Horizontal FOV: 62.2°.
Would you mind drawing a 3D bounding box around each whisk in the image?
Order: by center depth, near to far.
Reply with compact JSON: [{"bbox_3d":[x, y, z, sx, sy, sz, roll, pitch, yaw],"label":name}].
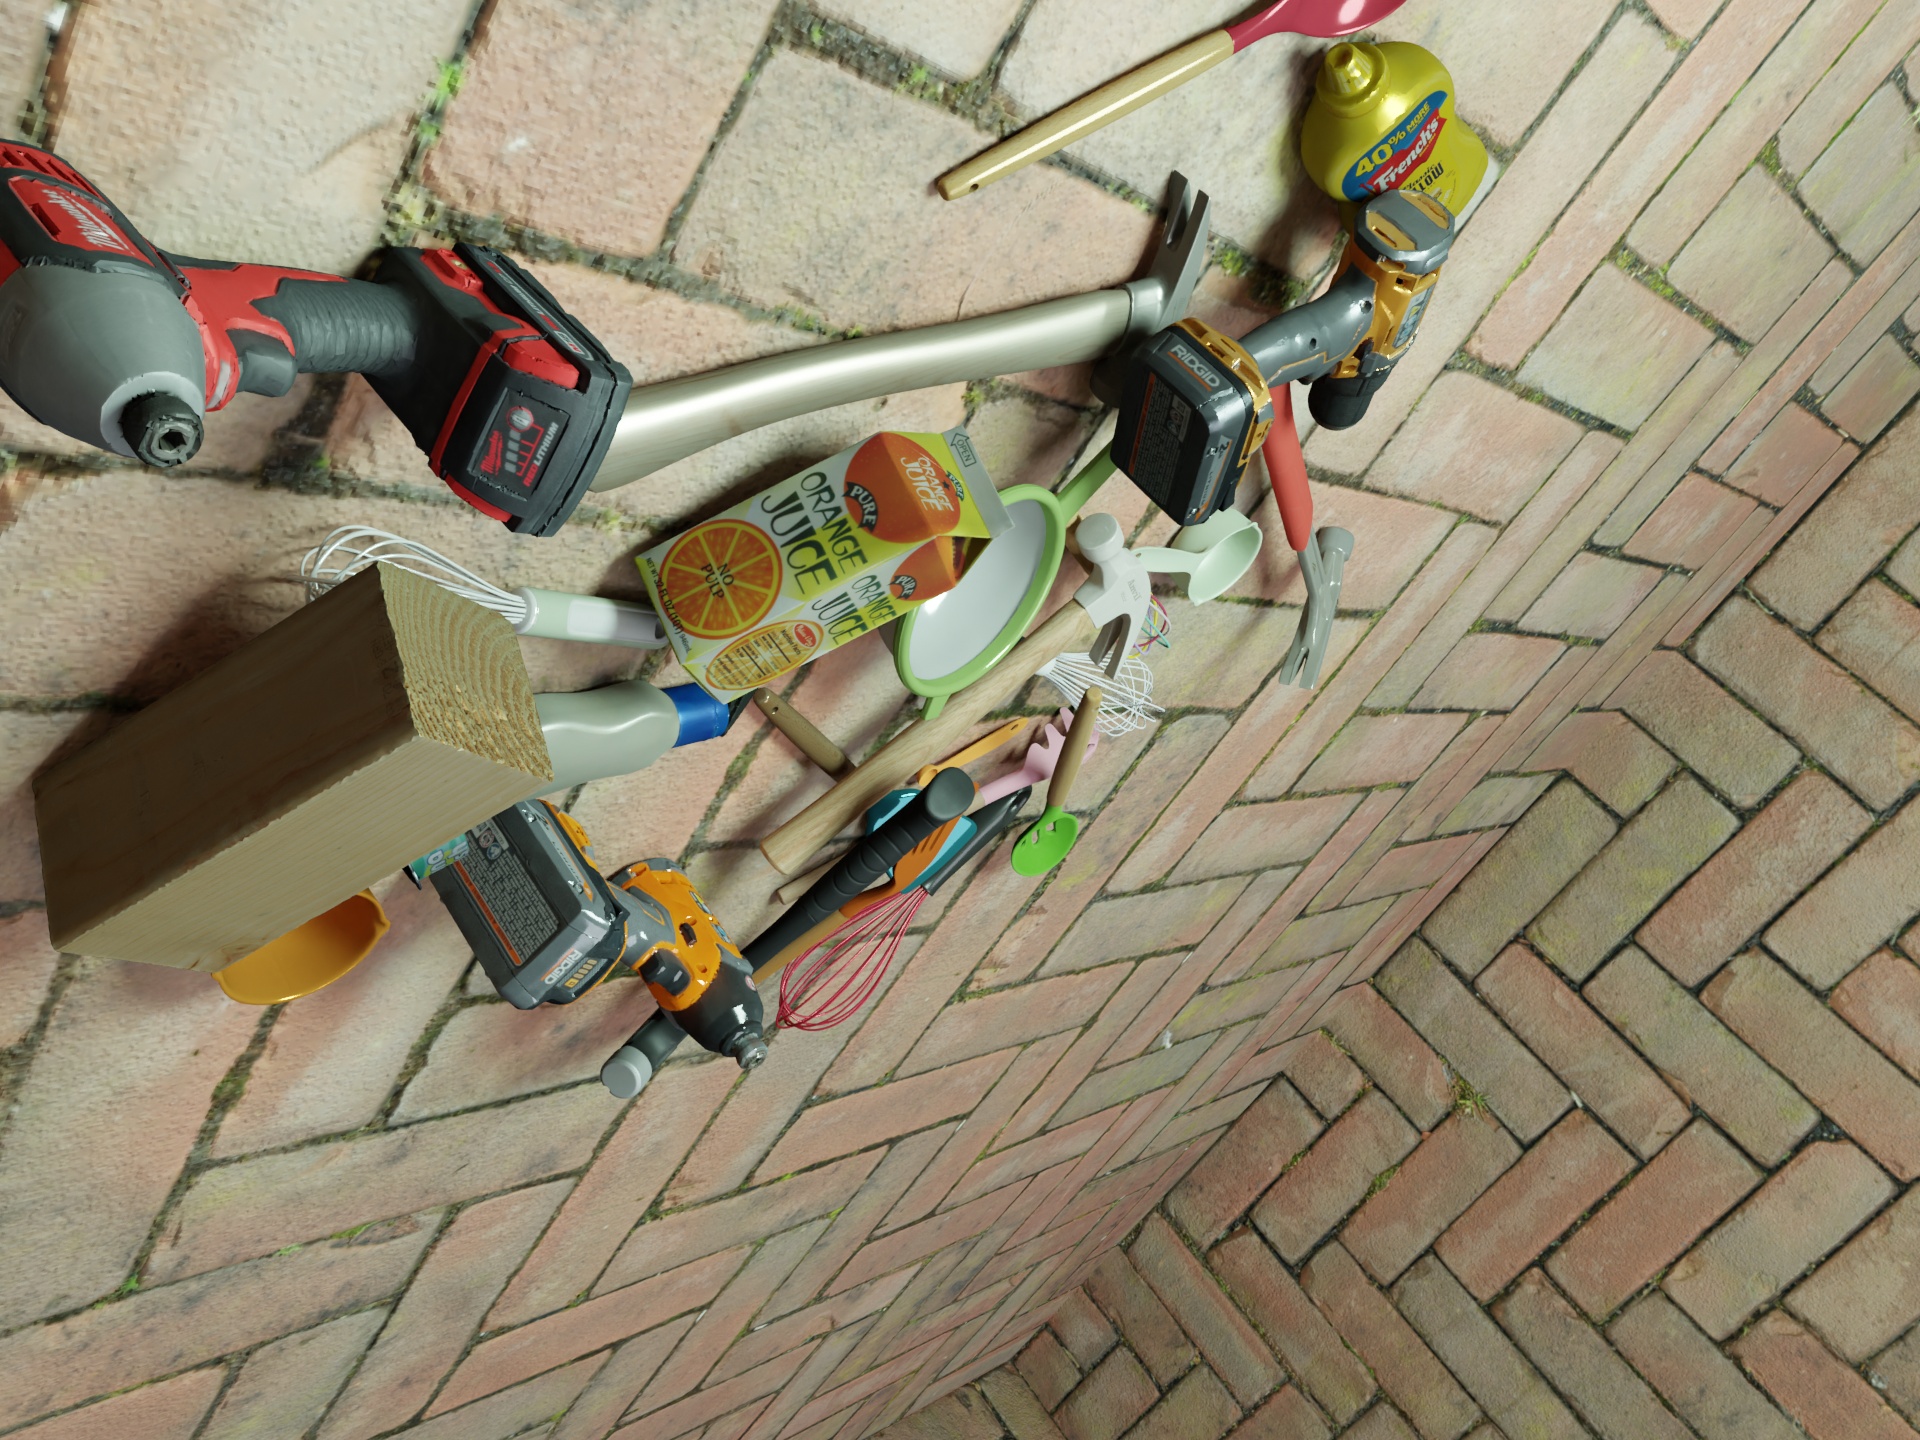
[{"bbox_3d":[-0.227,-0.056,0.798,0.246,0.059,0.058,4,93,-60],"label":"whisk"},{"bbox_3d":[0.108,-0.102,1.175,0.047,0.051,0.244,-38,151,6],"label":"whisk"},{"bbox_3d":[0.075,-0.040,1.216,0.070,0.070,0.284,-49,147,14],"label":"whisk"},{"bbox_3d":[-0.046,0.154,1.341,0.296,0.073,0.073,-44,154,-8],"label":"whisk"}]

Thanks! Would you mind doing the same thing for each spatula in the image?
[{"bbox_3d":[-0.074,0.046,1.152,0.082,0.044,0.317,-42,152,-1],"label":"spatula"},{"bbox_3d":[-0.109,0.148,1.216,0.322,0.041,0.081,-36,166,25],"label":"spatula"}]

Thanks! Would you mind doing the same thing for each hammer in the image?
[{"bbox_3d":[-0.029,-0.200,0.853,0.410,0.038,0.146,-21,146,-34],"label":"hammer"},{"bbox_3d":[-0.002,-0.004,1.115,0.331,0.031,0.129,-39,143,-1],"label":"hammer"},{"bbox_3d":[-0.115,0.141,1.126,0.334,0.035,0.146,-41,-177,22],"label":"hammer"},{"bbox_3d":[0.256,-0.163,1.233,0.149,0.037,0.358,-70,154,-18],"label":"hammer"}]

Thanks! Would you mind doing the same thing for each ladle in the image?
[{"bbox_3d":[0.121,-0.347,0.843,0.315,0.031,0.069,-32,159,-15],"label":"ladle"}]

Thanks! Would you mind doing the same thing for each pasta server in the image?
[{"bbox_3d":[-0.011,0.069,1.293,0.316,0.040,0.060,-26,150,-20],"label":"pasta server"}]

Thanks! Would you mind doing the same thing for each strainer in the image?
[{"bbox_3d":[0.028,-0.130,1.014,0.256,0.069,0.151,-46,154,-17],"label":"strainer"}]

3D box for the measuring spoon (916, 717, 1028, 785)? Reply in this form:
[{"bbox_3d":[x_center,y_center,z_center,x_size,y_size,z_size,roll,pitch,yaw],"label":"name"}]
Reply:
[{"bbox_3d":[0.009,0.022,1.266,0.117,0.011,0.021,-28,150,-32],"label":"measuring spoon"}]

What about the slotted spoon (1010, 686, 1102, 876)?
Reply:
[{"bbox_3d":[0.083,0.052,1.300,0.070,0.031,0.313,-26,158,-18],"label":"slotted spoon"}]

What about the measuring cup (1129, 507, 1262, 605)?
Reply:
[{"bbox_3d":[0.166,-0.131,1.213,0.167,0.038,0.083,-3,134,-48],"label":"measuring cup"}]

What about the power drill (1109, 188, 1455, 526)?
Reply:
[{"bbox_3d":[0.202,-0.214,1.004,0.226,0.084,0.185,-35,159,-20],"label":"power drill"}]

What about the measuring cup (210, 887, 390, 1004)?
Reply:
[{"bbox_3d":[-0.346,0.073,0.827,0.095,0.052,0.173,-14,140,-43],"label":"measuring cup"}]

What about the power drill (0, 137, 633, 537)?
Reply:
[{"bbox_3d":[-0.235,-0.130,0.571,0.219,0.143,0.078,-2,131,-55],"label":"power drill"}]

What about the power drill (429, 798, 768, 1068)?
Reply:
[{"bbox_3d":[-0.207,0.140,0.987,0.084,0.164,0.226,-44,151,3],"label":"power drill"}]
